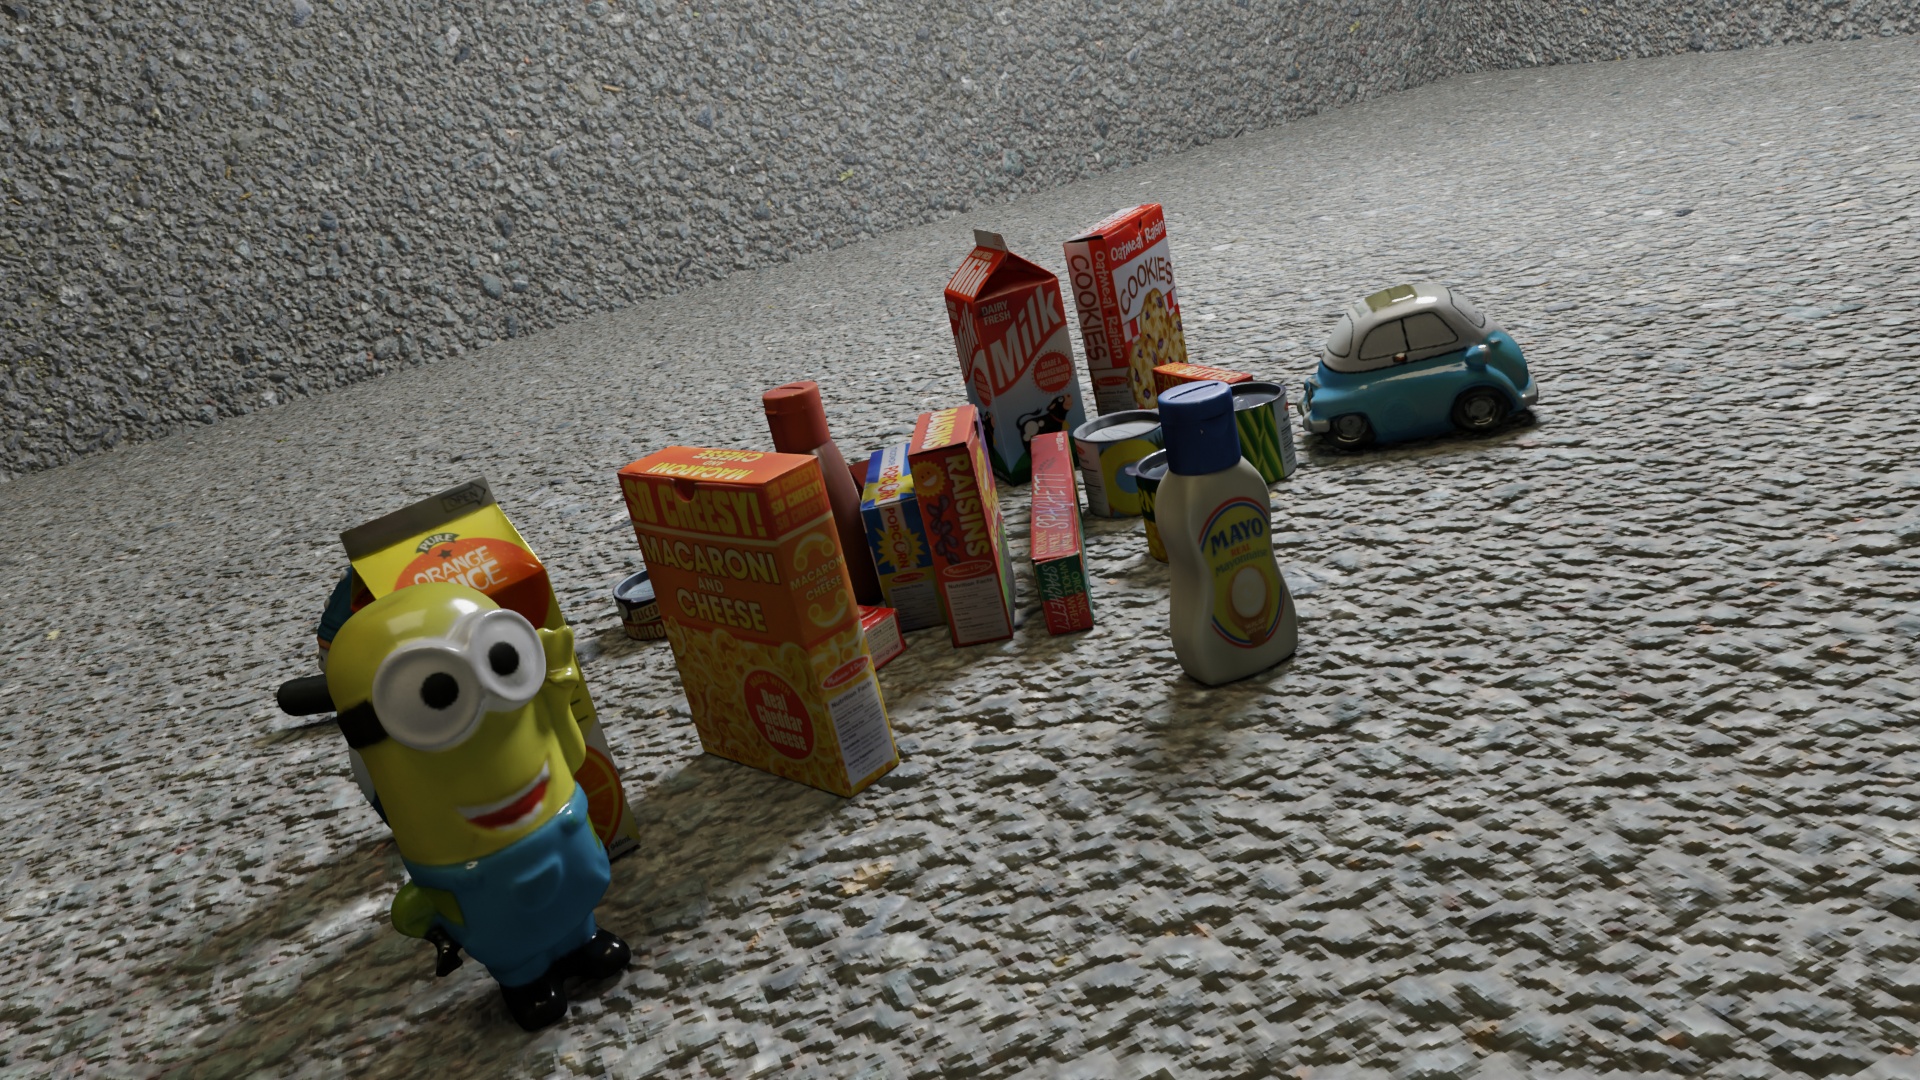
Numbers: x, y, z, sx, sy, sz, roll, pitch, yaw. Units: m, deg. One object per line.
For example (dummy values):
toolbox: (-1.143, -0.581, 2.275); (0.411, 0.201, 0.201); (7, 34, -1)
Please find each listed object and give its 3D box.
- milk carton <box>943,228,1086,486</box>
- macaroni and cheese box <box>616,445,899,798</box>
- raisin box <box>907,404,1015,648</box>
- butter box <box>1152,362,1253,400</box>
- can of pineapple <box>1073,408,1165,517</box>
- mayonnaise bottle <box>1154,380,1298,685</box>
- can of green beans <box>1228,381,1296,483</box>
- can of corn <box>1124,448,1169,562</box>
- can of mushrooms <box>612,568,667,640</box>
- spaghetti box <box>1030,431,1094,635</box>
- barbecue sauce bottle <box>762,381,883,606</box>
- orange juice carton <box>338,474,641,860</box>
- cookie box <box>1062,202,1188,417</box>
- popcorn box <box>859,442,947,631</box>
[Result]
milk carton: (0.041, -0.147, 1.078); (0.073, 0.189, 0.072); (-18, 20, -13)
macaroni and cheese box: (-0.103, 0.038, 0.702); (0.123, 0.166, 0.040); (6, 27, 44)
raisin box: (0.003, -0.010, 0.830); (0.040, 0.123, 0.086); (-11, 19, 8)
butter box: (0.190, -0.107, 1.076); (0.024, 0.053, 0.103); (-21, 21, -21)
can of pineapple: (0.119, -0.055, 0.973); (0.071, 0.057, 0.071); (-12, 19, 4)
mayonnaise bottle: (0.129, -0.005, 0.696); (0.065, 0.147, 0.041); (-20, 20, -18)
can of green beans: (0.199, -0.074, 0.974); (0.071, 0.057, 0.071); (-12, 19, 4)
can of corn: (0.143, -0.024, 0.871); (0.071, 0.058, 0.071); (-12, 19, 4)
can of mushrooms: (-0.204, 0.041, 0.958); (0.071, 0.033, 0.071); (-12, 20, 4)
spaghetti box: (0.064, -0.012, 0.904); (0.029, 0.050, 0.251); (-11, 20, 7)
barbecue sauce bottle: (-0.093, -0.028, 0.904); (0.044, 0.148, 0.065); (-29, 24, -37)
orange juice carton: (-0.224, 0.070, 0.655); (0.072, 0.192, 0.073); (-27, 23, -34)
cookie box: (0.142, -0.181, 1.141); (0.040, 0.166, 0.123); (-2, 23, 31)
popcorn box: (-0.033, -0.005, 0.897); (0.038, 0.085, 0.127); (-12, 19, 4)
